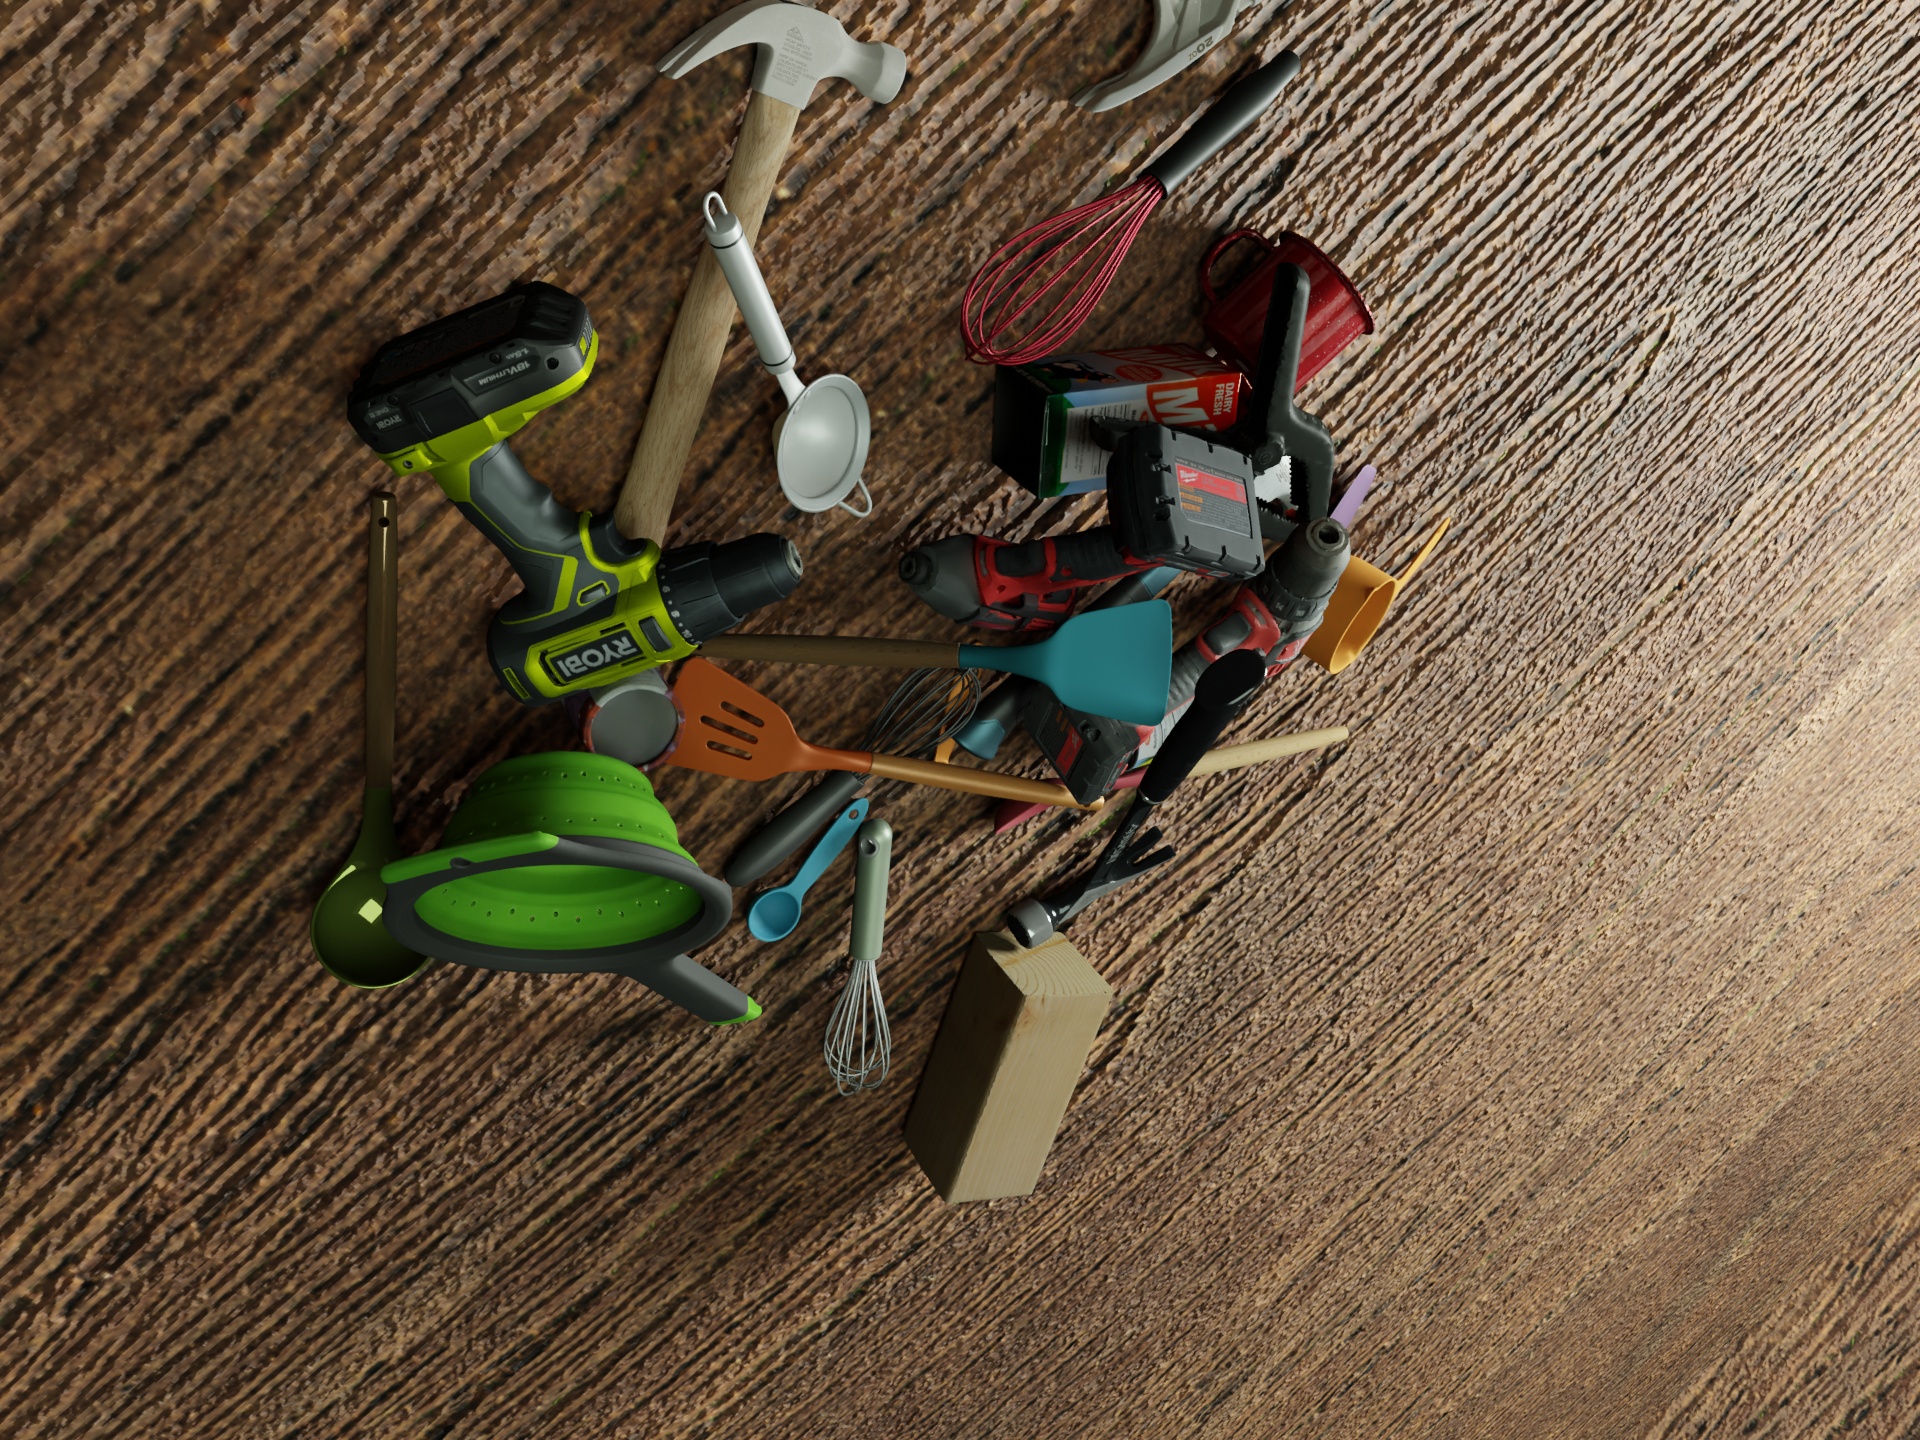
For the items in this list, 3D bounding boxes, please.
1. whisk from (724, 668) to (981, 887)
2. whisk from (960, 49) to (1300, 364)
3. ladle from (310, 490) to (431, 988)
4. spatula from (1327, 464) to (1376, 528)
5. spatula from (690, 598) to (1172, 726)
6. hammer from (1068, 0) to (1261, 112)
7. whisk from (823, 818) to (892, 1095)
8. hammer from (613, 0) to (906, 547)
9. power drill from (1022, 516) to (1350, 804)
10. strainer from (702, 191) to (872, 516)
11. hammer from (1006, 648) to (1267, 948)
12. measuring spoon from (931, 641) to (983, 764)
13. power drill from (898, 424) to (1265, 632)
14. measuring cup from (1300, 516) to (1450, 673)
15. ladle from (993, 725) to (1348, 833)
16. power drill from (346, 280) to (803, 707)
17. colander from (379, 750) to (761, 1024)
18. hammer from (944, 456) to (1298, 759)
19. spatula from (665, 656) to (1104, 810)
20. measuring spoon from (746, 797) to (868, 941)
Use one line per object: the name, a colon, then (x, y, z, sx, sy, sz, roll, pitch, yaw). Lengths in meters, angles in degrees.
whisk: (-0.077, 0.037, 1.128, 0.239, 0.055, 0.055, -41, 130, 4)
whisk: (0.109, -0.327, 1.007, 0.296, 0.073, 0.073, -43, 130, -7)
ladle: (-0.345, 0.020, 0.945, 0.078, 0.062, 0.320, 0, 119, -23)
spatula: (0.237, -0.063, 1.257, 0.316, 0.018, 0.059, -58, 158, 14)
spatula: (-0.024, -0.042, 1.024, 0.317, 0.044, 0.082, 3, 99, 8)
hammer: (0.065, -0.528, 0.874, 0.149, 0.037, 0.358, -37, 130, -6)
whisk: (-0.073, 0.184, 1.220, 0.059, 0.058, 0.246, -34, 136, -55)
hammer: (-0.146, -0.248, 0.923, 0.130, 0.031, 0.331, 10, 113, -34)
power drill: (0.164, -0.048, 1.099, 0.226, 0.080, 0.187, -30, 165, -17)
strainer: (-0.105, -0.208, 0.929, 0.087, 0.050, 0.258, -56, 153, -20)
hammer: (0.137, 0.057, 1.132, 0.149, 0.036, 0.408, -27, 162, -21)
measuring spoon: (-0.002, -0.004, 1.164, 0.021, 0.011, 0.117, 4, 116, -31)
power drill: (0.071, -0.110, 1.020, 0.143, 0.220, 0.079, 7, 73, -45)
measuring cup: (0.322, -0.115, 1.258, 0.174, 0.052, 0.095, -47, 157, -21)
ladle: (0.169, 0.039, 1.253, 0.315, 0.031, 0.069, -12, 167, -18)
power drill: (-0.214, -0.123, 0.899, 0.190, 0.080, 0.228, -19, 128, 10)
colander: (-0.222, 0.114, 1.046, 0.204, 0.095, 0.396, -12, 153, 12)
hammer: (0.123, -0.088, 1.165, 0.331, 0.033, 0.128, -42, 130, -4)
spatula: (-0.044, 0.027, 1.094, 0.322, 0.041, 0.081, 11, 115, -26)
measuring spoon: (-0.113, 0.105, 1.168, 0.128, 0.021, 0.042, -51, 129, -5)
